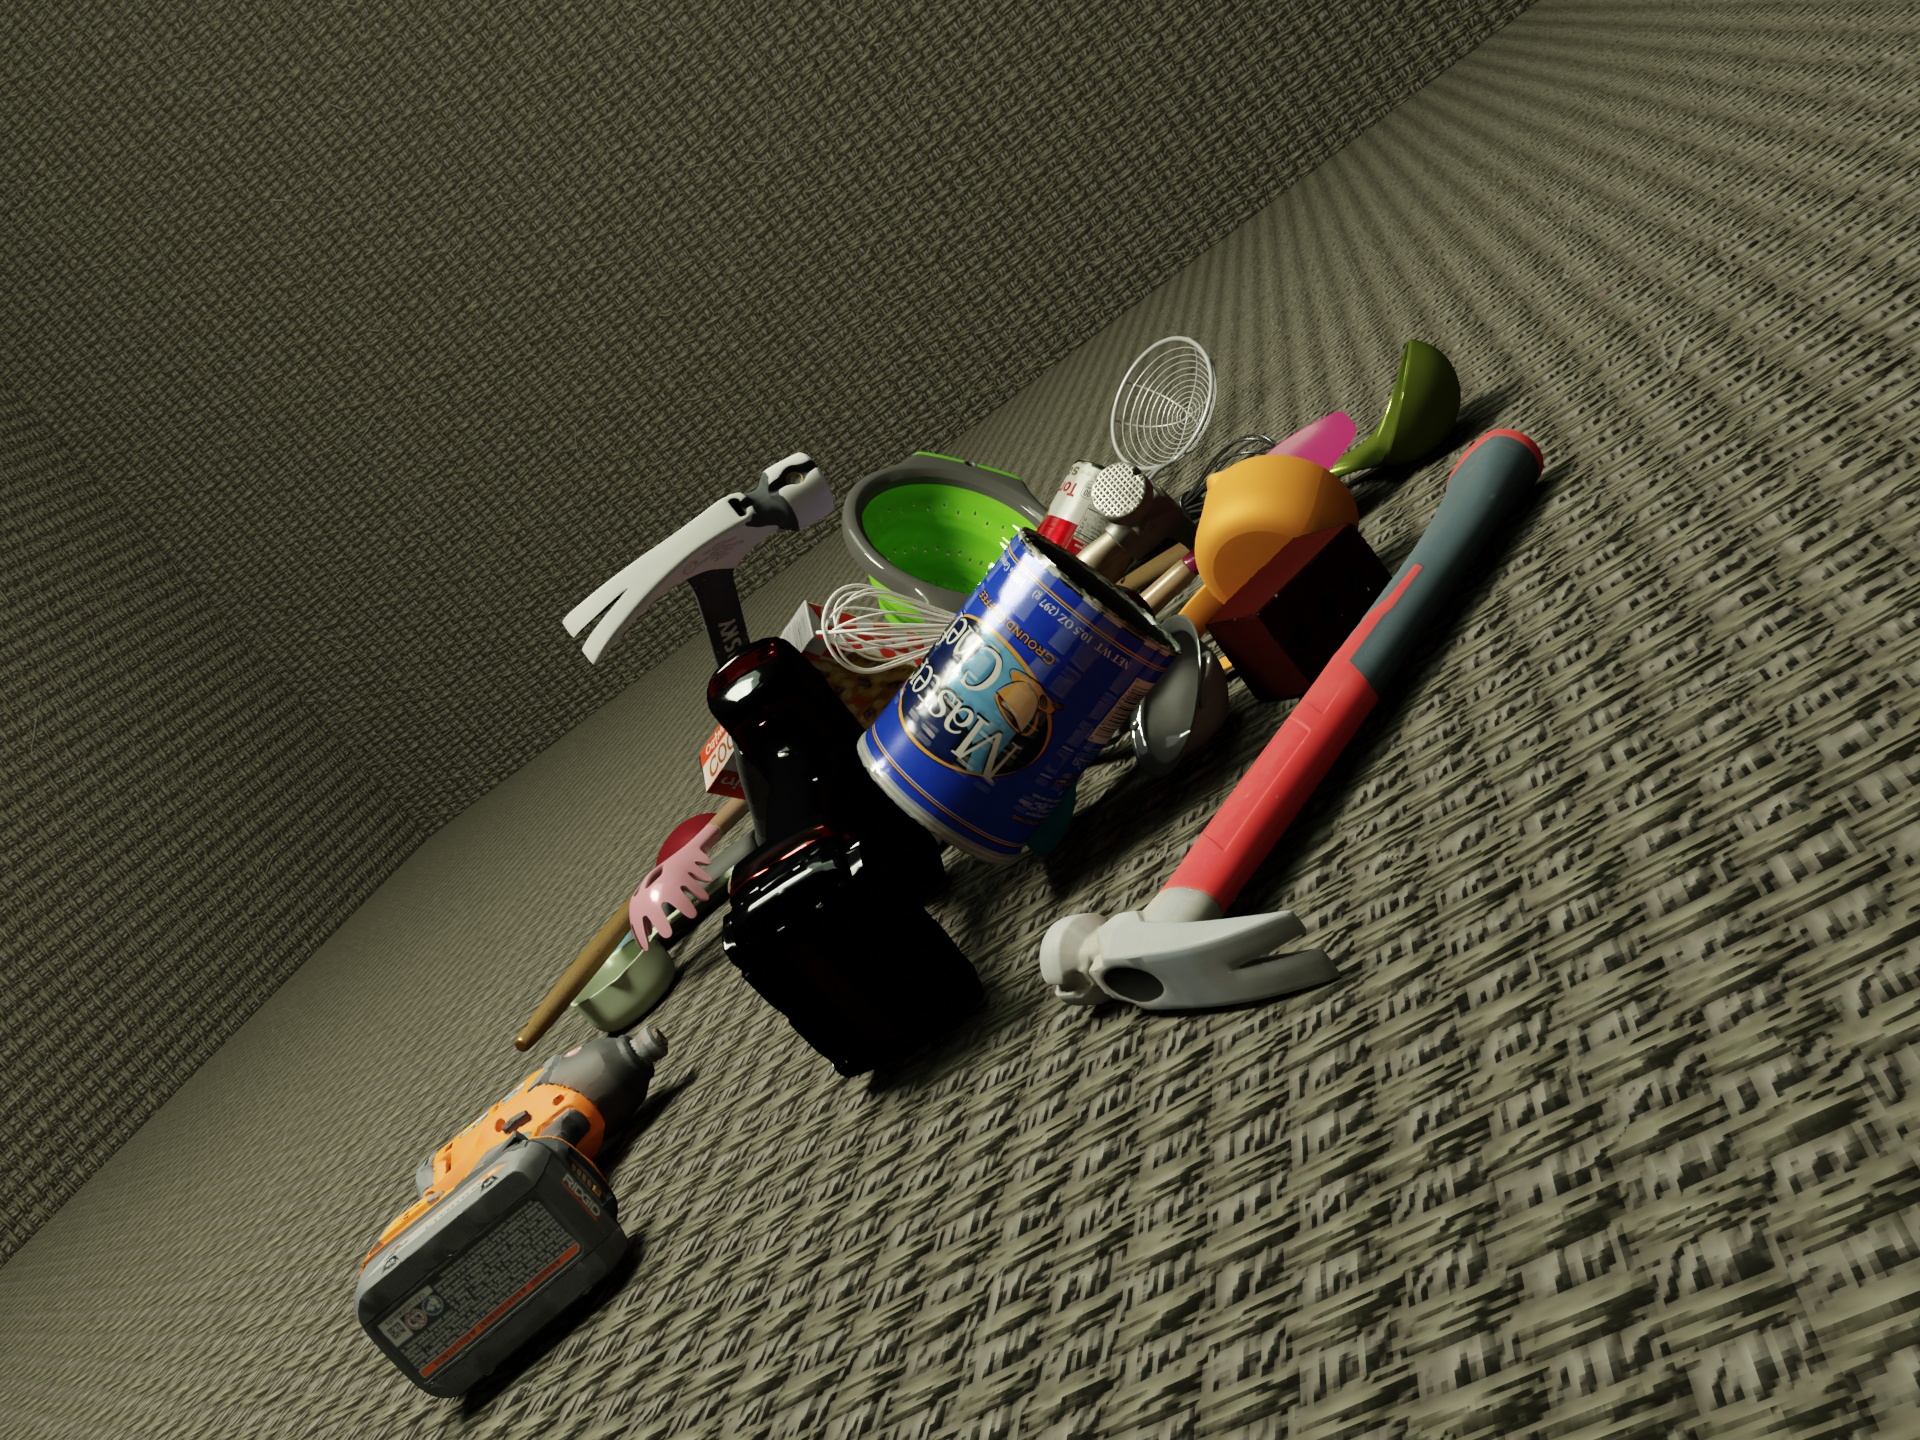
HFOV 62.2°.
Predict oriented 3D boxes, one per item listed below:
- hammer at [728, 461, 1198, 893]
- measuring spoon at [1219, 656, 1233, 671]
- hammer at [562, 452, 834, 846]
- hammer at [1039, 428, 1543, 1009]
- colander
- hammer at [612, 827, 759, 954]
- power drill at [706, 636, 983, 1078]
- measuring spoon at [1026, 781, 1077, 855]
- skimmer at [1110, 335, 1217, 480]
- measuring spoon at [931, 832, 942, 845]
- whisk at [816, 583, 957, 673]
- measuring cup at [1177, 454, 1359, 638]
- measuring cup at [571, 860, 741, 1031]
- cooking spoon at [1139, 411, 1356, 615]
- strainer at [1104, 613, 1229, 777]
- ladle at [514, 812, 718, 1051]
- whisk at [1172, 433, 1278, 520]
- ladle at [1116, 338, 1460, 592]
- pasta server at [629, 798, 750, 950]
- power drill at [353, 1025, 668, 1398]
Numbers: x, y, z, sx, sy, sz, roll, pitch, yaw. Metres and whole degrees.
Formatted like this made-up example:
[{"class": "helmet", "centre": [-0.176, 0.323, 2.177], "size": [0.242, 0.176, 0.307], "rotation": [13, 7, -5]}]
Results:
[{"class": "hammer", "centre": [-0.002, -0.003, 1.088], "size": [0.410, 0.038, 0.146], "rotation": [-44, -27, 12]}, {"class": "measuring spoon", "centre": [0.161, -0.034, 0.888], "size": [0.117, 0.011, 0.021], "rotation": [-28, 17, 28]}, {"class": "hammer", "centre": [-0.133, -0.004, 0.969], "size": [0.149, 0.036, 0.408], "rotation": [-33, -21, -15]}, {"class": "hammer", "centre": [0.186, -0.020, 0.707], "size": [0.386, 0.038, 0.143], "rotation": [-47, 17, -32]}, {"class": "colander", "centre": [-0.016, -0.078, 1.322], "size": [0.397, 0.204, 0.094], "rotation": [-84, 9, -50]}, {"class": "hammer", "centre": [-0.152, 0.091, 1.266], "size": [0.331, 0.033, 0.128], "rotation": [-40, 12, -5]}, {"class": "power drill", "centre": [-0.055, 0.075, 0.825], "size": [0.080, 0.187, 0.227], "rotation": [-32, 32, 8]}, {"class": "measuring spoon", "centre": [0.059, 0.011, 0.867], "size": [0.129, 0.021, 0.042], "rotation": [-69, 16, -10]}, {"class": "skimmer", "centre": [0.129, -0.214, 1.386], "size": [0.127, 0.090, 0.363], "rotation": [-24, 21, 45]}, {"class": "measuring spoon", "centre": [-0.038, 0.103, 0.966], "size": [0.034, 0.018, 0.124], "rotation": [-27, 25, 42]}, {"class": "whisk", "centre": [0.004, -0.062, 1.085], "size": [0.246, 0.059, 0.058], "rotation": [-3, -7, -41]}, {"class": "measuring cup", "centre": [0.157, -0.074, 0.915], "size": [0.173, 0.095, 0.052], "rotation": [-54, 10, 46]}, {"class": "measuring cup", "centre": [-0.208, 0.165, 1.165], "size": [0.167, 0.038, 0.083], "rotation": [-40, 12, -13]}, {"class": "cooking spoon", "centre": [0.129, -0.082, 1.027], "size": [0.319, 0.017, 0.069], "rotation": [-42, 28, 18]}, {"class": "strainer", "centre": [0.087, 0.003, 0.893], "size": [0.258, 0.050, 0.087], "rotation": [154, 124, -62]}, {"class": "ladle", "centre": [-0.251, 0.149, 1.196], "size": [0.069, 0.031, 0.315], "rotation": [-34, 12, 29]}, {"class": "whisk", "centre": [0.174, -0.161, 1.205], "size": [0.055, 0.055, 0.239], "rotation": [-46, 10, -27]}, {"class": "ladle", "centre": [0.204, -0.155, 1.076], "size": [0.320, 0.062, 0.078], "rotation": [-29, 35, 48]}, {"class": "pasta server", "centre": [-0.176, 0.082, 1.234], "size": [0.060, 0.040, 0.316], "rotation": [-32, 9, 26]}, {"class": "power drill", "centre": [-0.229, 0.245, 0.858], "size": [0.164, 0.084, 0.226], "rotation": [-39, 9, -3]}]
